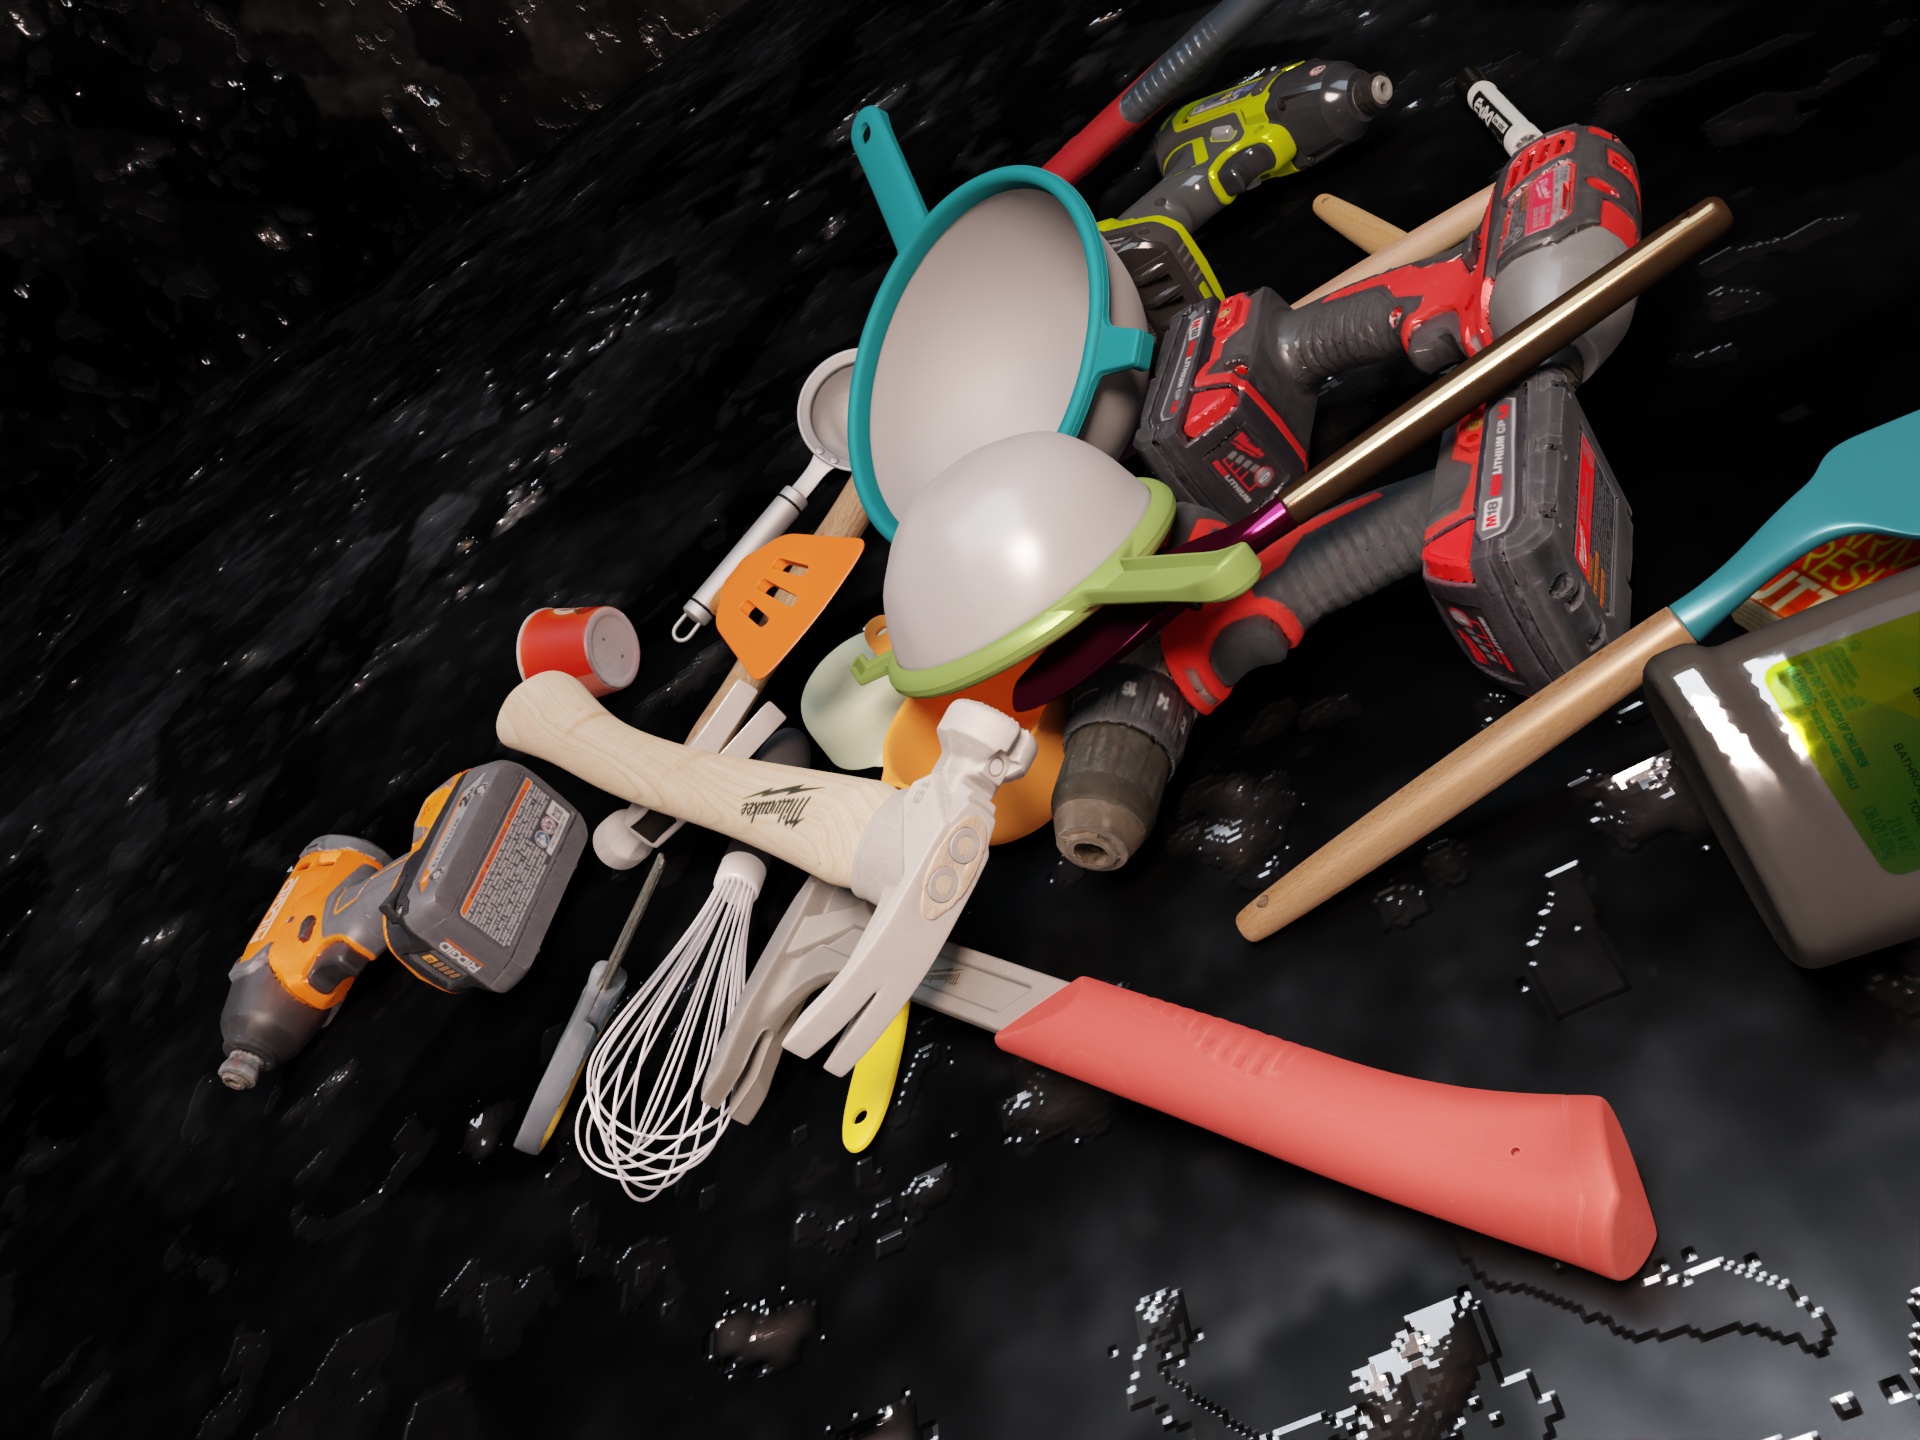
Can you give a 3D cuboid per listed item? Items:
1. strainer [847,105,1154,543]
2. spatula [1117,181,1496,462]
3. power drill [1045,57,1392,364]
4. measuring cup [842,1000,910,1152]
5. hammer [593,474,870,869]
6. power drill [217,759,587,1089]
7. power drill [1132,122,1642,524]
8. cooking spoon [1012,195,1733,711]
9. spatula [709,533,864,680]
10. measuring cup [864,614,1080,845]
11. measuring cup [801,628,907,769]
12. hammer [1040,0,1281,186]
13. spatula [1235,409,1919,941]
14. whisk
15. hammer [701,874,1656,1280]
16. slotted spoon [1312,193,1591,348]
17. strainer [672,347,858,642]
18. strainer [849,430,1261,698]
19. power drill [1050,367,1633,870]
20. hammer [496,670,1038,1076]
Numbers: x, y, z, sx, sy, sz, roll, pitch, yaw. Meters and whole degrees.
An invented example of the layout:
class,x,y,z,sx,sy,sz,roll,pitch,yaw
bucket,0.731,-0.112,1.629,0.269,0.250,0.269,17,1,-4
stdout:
class,x,y,z,sx,sy,sz,roll,pitch,yaw
strainer,0.016,-0.234,0.906,0.211,0.095,0.341,-48,47,34
spatula,0.172,-0.206,0.836,0.316,0.018,0.060,-27,38,32
power drill,0.147,-0.312,0.959,0.223,0.080,0.171,-50,29,-22
measuring cup,-0.035,0.108,0.673,0.062,0.029,0.157,-20,36,27
hammer,-0.100,-0.061,0.920,0.130,0.031,0.331,-34,23,47
power drill,-0.330,0.122,0.904,0.226,0.084,0.164,-21,37,33
power drill,0.191,-0.164,0.707,0.219,0.078,0.143,-20,40,41
cooking spoon,0.148,-0.095,0.612,0.319,0.017,0.069,-35,18,16
spatula,-0.114,-0.063,0.866,0.081,0.041,0.322,-53,11,-6
measuring cup,-0.001,-0.002,0.751,0.095,0.052,0.174,-39,33,-3
measuring cup,-0.011,-0.034,0.813,0.167,0.038,0.083,-28,34,20
hammer,0.108,-0.391,1.024,0.386,0.038,0.143,-32,15,38
spatula,0.226,-0.009,0.535,0.317,0.044,0.082,-39,33,22
whisk,-0.112,0.098,0.745,0.070,0.070,0.285,-21,32,26
hammer,0.052,0.119,0.549,0.359,0.036,0.149,11,67,46
slotted spoon,0.245,-0.230,0.813,0.070,0.031,0.314,-36,31,9
strainer,-0.106,-0.152,1.051,0.087,0.050,0.258,36,80,12
strainer,0.034,-0.077,0.651,0.151,0.069,0.256,-41,17,-14
power drill,0.139,-0.033,0.635,0.227,0.080,0.188,-15,39,37
hammer,-0.132,0.037,0.740,0.411,0.038,0.146,13,69,52
